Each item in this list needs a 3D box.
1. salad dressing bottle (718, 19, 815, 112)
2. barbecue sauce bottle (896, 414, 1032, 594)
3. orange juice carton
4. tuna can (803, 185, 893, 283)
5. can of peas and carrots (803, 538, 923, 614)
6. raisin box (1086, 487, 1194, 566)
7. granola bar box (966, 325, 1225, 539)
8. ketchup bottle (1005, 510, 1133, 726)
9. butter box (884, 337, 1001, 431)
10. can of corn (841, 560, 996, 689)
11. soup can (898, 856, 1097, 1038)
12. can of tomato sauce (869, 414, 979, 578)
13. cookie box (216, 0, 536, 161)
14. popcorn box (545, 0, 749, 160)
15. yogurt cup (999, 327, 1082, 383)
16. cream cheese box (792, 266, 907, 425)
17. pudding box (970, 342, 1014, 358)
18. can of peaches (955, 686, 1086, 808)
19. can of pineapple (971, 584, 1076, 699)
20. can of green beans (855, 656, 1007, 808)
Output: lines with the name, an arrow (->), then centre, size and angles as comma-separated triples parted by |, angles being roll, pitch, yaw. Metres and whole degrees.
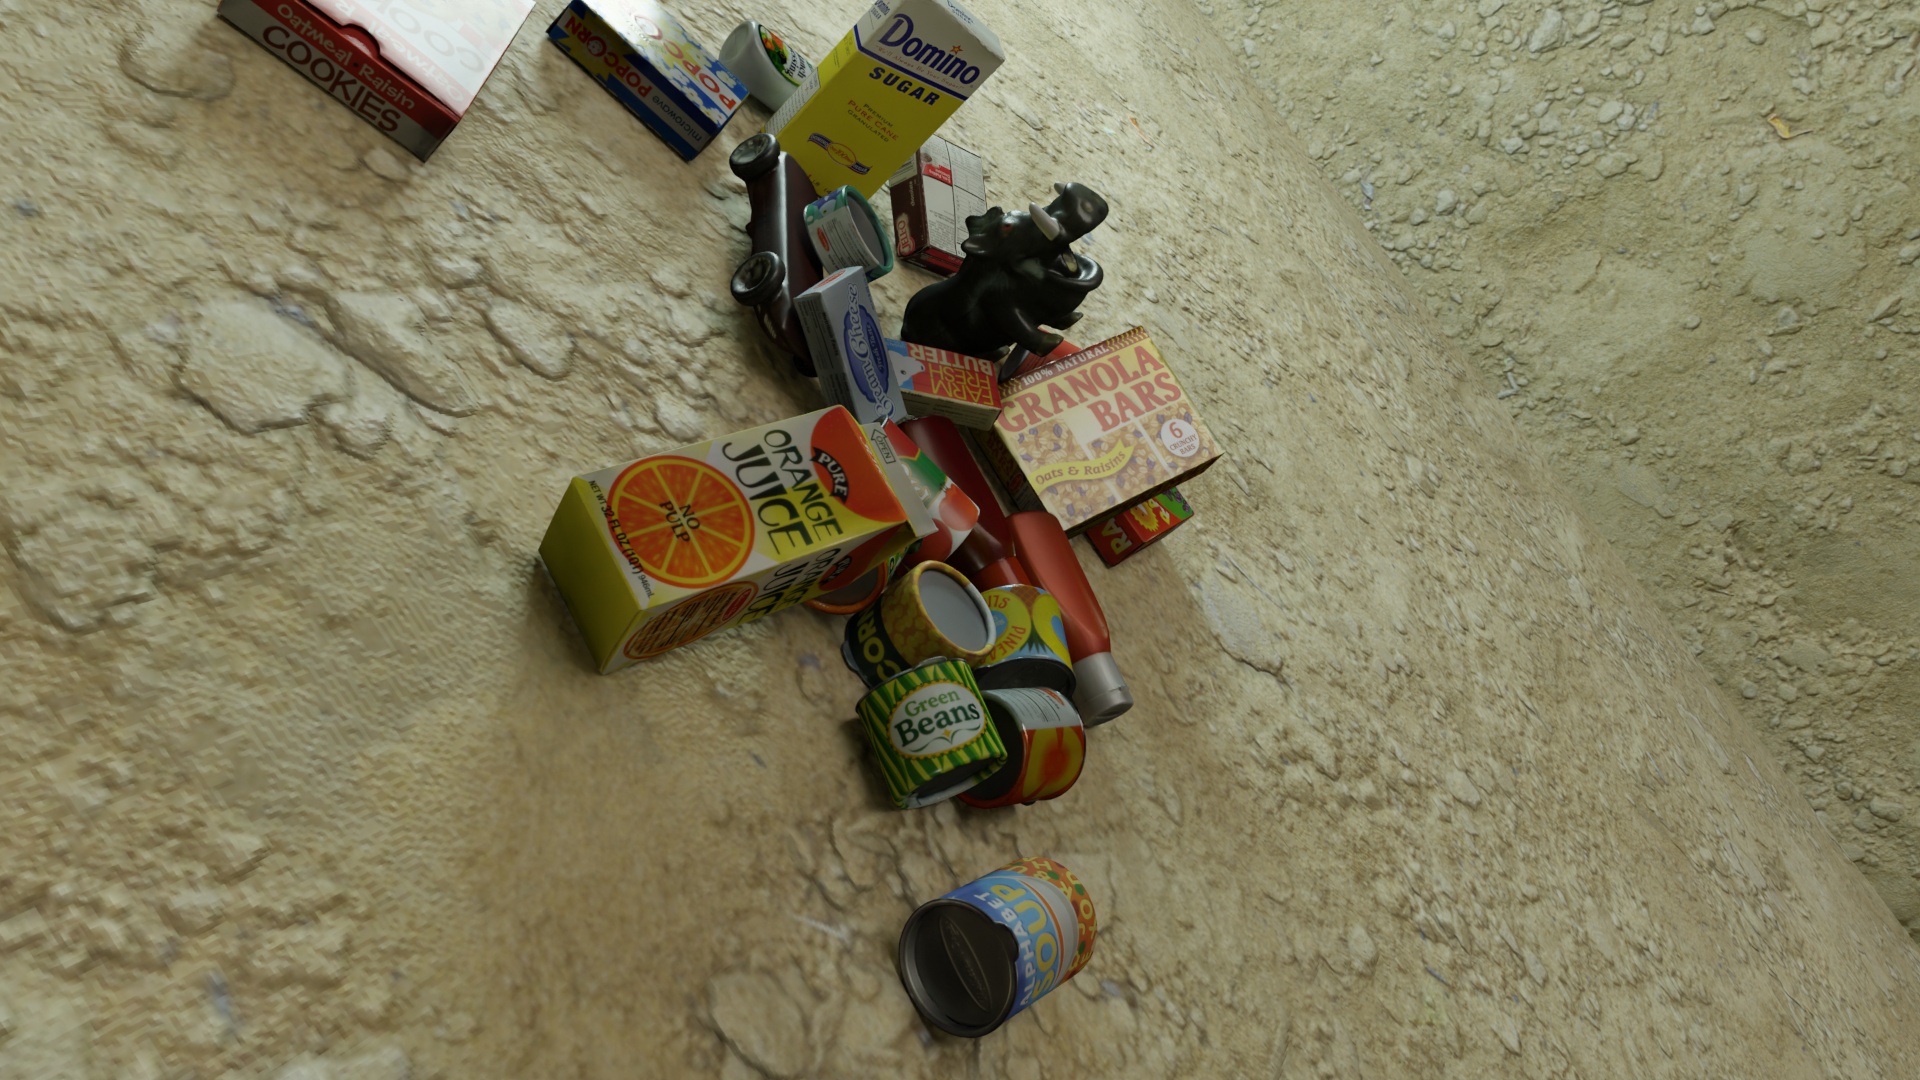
salad dressing bottle -> -0.124, -0.357, 1.118 | 0.147, 0.044, 0.064 | 28, 37, -39
barbecue sauce bottle -> 0.003, -0.011, 0.917 | 0.065, 0.043, 0.149 | -7, 64, -55
orange juice carton -> -0.099, -0.008, 0.685 | 0.193, 0.072, 0.072 | -20, 73, -38
tuna can -> -0.075, -0.206, 0.946 | 0.071, 0.033, 0.071 | 54, 21, -33
can of peas and carrots -> -0.063, 0.002, 0.787 | 0.071, 0.070, 0.059 | 46, 31, -10
raisin box -> 0.132, -0.034, 1.123 | 0.086, 0.040, 0.124 | 56, 29, 7
granola bar box -> 0.101, -0.080, 1.053 | 0.166, 0.039, 0.124 | -25, 77, -28
ketchup bottle -> 0.070, 0.052, 0.939 | 0.065, 0.043, 0.149 | 6, 53, -50
butter box -> -0.024, -0.111, 0.975 | 0.103, 0.024, 0.053 | 9, 47, -22
can of corn -> -0.024, 0.053, 0.793 | 0.071, 0.058, 0.071 | 35, 33, -27
soup can -> 0.023, 0.197, 0.686 | 0.084, 0.071, 0.071 | -6, 62, -56
can of tomato sauce -> -0.039, -0.024, 0.848 | 0.083, 0.071, 0.071 | 45, 30, -14
cookie box -> -0.323, -0.304, 0.790 | 0.123, 0.040, 0.168 | 35, 33, -26
popcorn box -> -0.215, -0.334, 0.973 | 0.126, 0.038, 0.085 | 41, 32, -18
yogurt cup -> 0.068, -0.136, 1.124 | 0.054, 0.072, 0.073 | 33, 34, -16
cream cheese box -> -0.070, -0.117, 0.887 | 0.054, 0.024, 0.103 | -44, 125, -49
pudding box -> 0.031, -0.175, 1.127 | 0.030, 0.049, 0.084 | 54, 30, 2
can of peaches -> 0.028, 0.119, 0.788 | 0.058, 0.071, 0.071 | 6, 53, -52
can of pineapple -> 0.032, 0.068, 0.846 | 0.071, 0.070, 0.058 | 28, 36, -35
can of green beans -> -0.015, 0.104, 0.742 | 0.071, 0.071, 0.058 | 6, 53, -52
